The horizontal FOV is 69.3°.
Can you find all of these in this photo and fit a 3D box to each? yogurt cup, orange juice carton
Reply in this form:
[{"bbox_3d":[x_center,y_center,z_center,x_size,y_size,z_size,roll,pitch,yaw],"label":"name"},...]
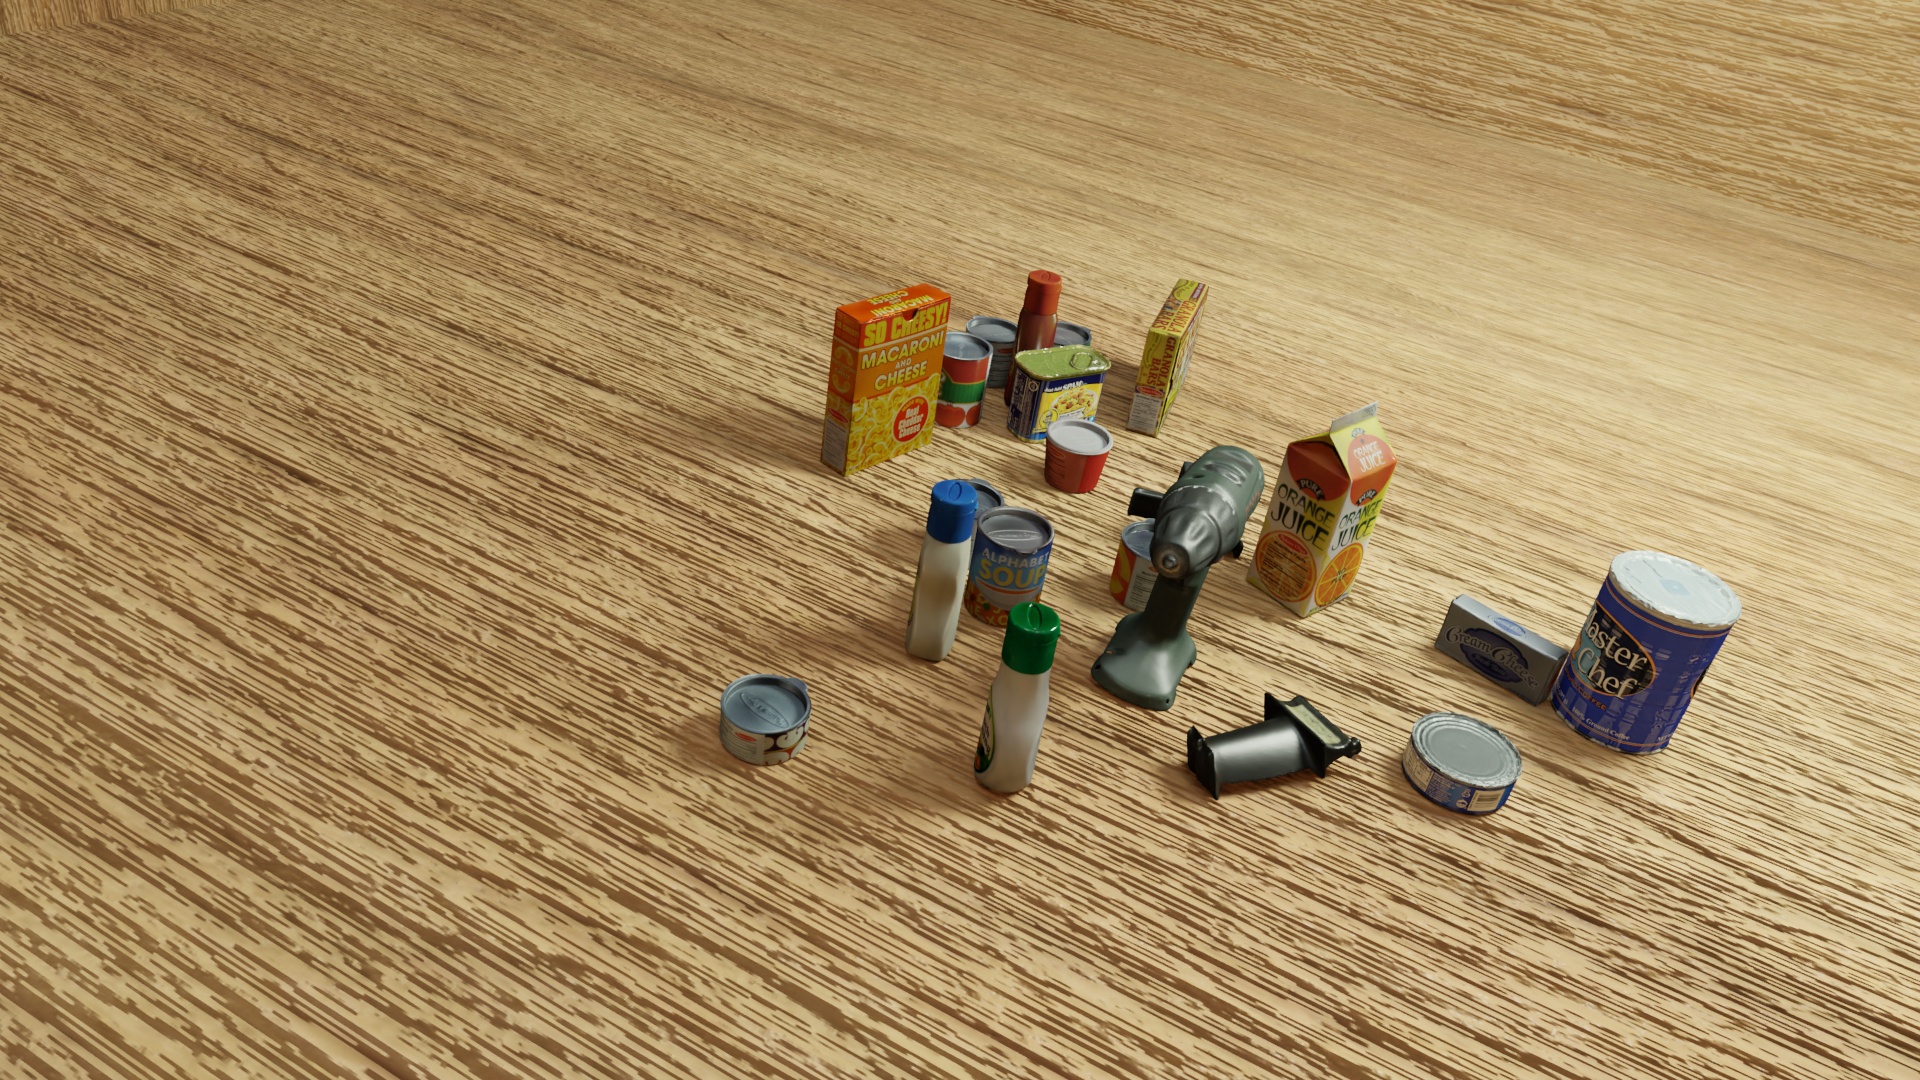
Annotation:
[{"bbox_3d":[0.115,-0.083,1.396,0.072,0.053,0.073,7,33,-4],"label":"yogurt cup"},{"bbox_3d":[0.328,-0.033,1.248,0.072,0.191,0.073,-19,43,-37],"label":"orange juice carton"}]

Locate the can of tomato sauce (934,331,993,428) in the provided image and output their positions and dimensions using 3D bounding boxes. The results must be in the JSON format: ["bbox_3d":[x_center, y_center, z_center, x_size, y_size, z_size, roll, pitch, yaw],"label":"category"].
[{"bbox_3d":[-0.006,-0.170,1.469,0.071,0.082,0.071,7,33,-4],"label":"can of tomato sauce"}]

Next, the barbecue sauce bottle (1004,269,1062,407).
[{"bbox_3d":[0.080,-0.218,1.505,0.044,0.147,0.065,12,33,4],"label":"barbecue sauce bottle"}]

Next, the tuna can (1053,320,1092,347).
[{"bbox_3d":[0.122,-0.232,1.643,0.071,0.032,0.071,7,33,-4],"label":"tuna can"}]

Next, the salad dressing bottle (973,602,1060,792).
[{"bbox_3d":[0.041,0.112,0.992,0.044,0.146,0.064,7,33,-4],"label":"salad dressing bottle"}]

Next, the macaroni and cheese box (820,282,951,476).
[{"bbox_3d":[-0.072,-0.157,1.357,0.040,0.165,0.124,32,39,31],"label":"macaroni and cheese box"}]

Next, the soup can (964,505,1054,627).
[{"bbox_3d":[0.041,0.024,1.185,0.071,0.083,0.072,7,33,-4],"label":"soup can"}]

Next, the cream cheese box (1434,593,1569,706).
[{"bbox_3d":[0.472,0.095,1.216,0.024,0.053,0.104,-22,45,-40],"label":"cream cheese box"}]

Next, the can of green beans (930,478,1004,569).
[{"bbox_3d":[0.003,-0.015,1.259,0.071,0.057,0.071,7,33,-4],"label":"can of green beans"}]

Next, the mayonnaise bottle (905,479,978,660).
[{"bbox_3d":[-0.015,0.022,1.115,0.041,0.147,0.065,11,33,2],"label":"mayonnaise bottle"}]

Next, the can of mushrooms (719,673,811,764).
[{"bbox_3d":[-0.142,0.130,1.022,0.071,0.033,0.071,7,33,-4],"label":"can of mushrooms"}]

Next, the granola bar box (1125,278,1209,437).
[{"bbox_3d":[0.232,-0.206,1.548,0.039,0.123,0.166,17,34,11],"label":"granola bar box"}]

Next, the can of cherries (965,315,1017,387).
[{"bbox_3d":[0.034,-0.214,1.569,0.071,0.058,0.072,7,33,-4],"label":"can of cherries"}]

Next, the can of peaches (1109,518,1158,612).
[{"bbox_3d":[0.171,0.023,1.244,0.071,0.057,0.071,7,33,-4],"label":"can of peaches"}]
